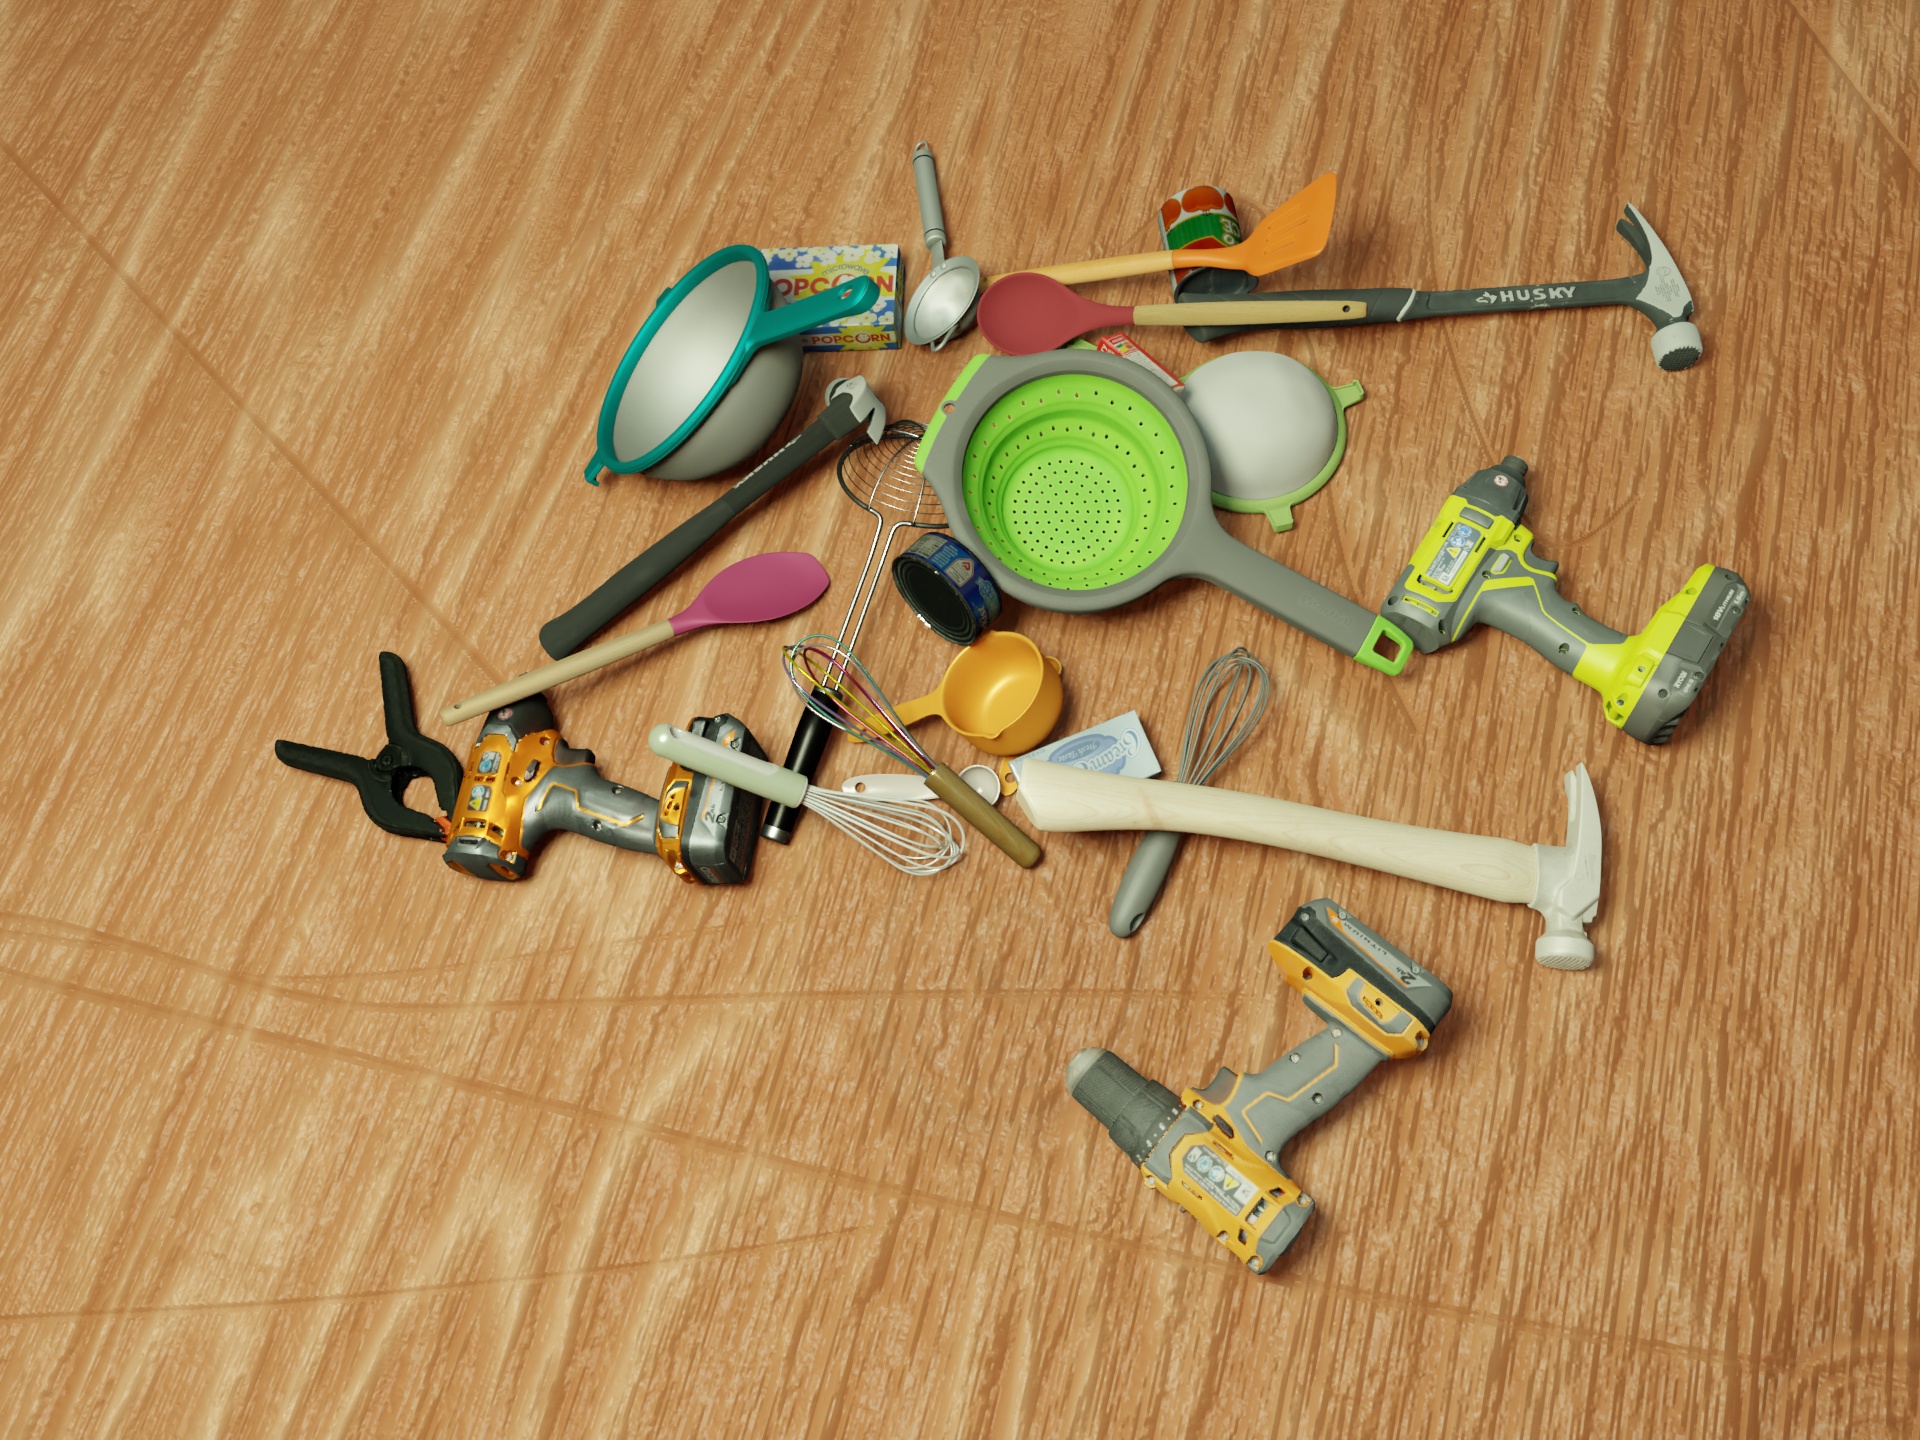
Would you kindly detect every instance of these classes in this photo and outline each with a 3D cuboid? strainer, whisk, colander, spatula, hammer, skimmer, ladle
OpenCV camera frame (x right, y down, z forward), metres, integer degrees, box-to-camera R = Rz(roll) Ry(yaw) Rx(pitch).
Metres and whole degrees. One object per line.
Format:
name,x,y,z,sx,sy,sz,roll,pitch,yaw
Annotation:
strainer,0.189,-0.269,1.281,0.256,0.069,0.151,27,73,14
whisk,0.166,0.052,1.171,0.055,0.055,0.239,24,78,15
colander,0.157,-0.135,1.224,0.397,0.094,0.204,29,81,4
strainer,-0.018,-0.410,1.377,0.087,0.050,0.259,-28,56,33
spatula,0.148,-0.378,1.290,0.323,0.041,0.081,0,64,29
hammer,0.383,-0.345,1.297,0.409,0.036,0.149,-3,66,1
hammer,0.246,0.069,1.127,0.410,0.038,0.146,10,69,1
skimmer,-0.079,-0.073,1.254,0.127,0.090,0.363,19,81,5
hammer,-0.197,-0.160,1.268,0.335,0.146,0.035,-39,112,-2
ladle,0.166,-0.327,1.278,0.315,0.031,0.069,5,98,21
strainer,-0.153,-0.275,1.244,0.340,0.095,0.211,-4,62,47
whisk,-0.108,0.054,1.146,0.246,0.059,0.058,23,26,-17
whisk,-0.036,0.023,1.175,0.245,0.047,0.051,41,71,-1

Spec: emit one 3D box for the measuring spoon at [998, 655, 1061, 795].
measuring spoon,0.052,0.005,1.220,0.021,0.011,0.117,18,75,6

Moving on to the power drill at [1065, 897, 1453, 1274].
power drill,0.199,0.228,1.079,0.185,0.084,0.226,37,81,20

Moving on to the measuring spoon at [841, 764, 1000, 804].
measuring spoon,-0.029,0.051,1.209,0.124,0.018,0.034,0,87,13

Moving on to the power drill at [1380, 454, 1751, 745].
power drill,0.451,-0.094,1.182,0.223,0.080,0.171,30,75,20

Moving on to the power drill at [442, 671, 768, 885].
power drill,-0.267,0.042,1.202,0.226,0.084,0.164,2,67,11

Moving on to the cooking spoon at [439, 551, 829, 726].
cooking spoon,-0.250,-0.063,1.238,0.319,0.017,0.069,-24,59,-20

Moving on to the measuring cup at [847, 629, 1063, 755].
measuring cup,-0.002,-0.004,1.213,0.173,0.052,0.095,-20,54,25
